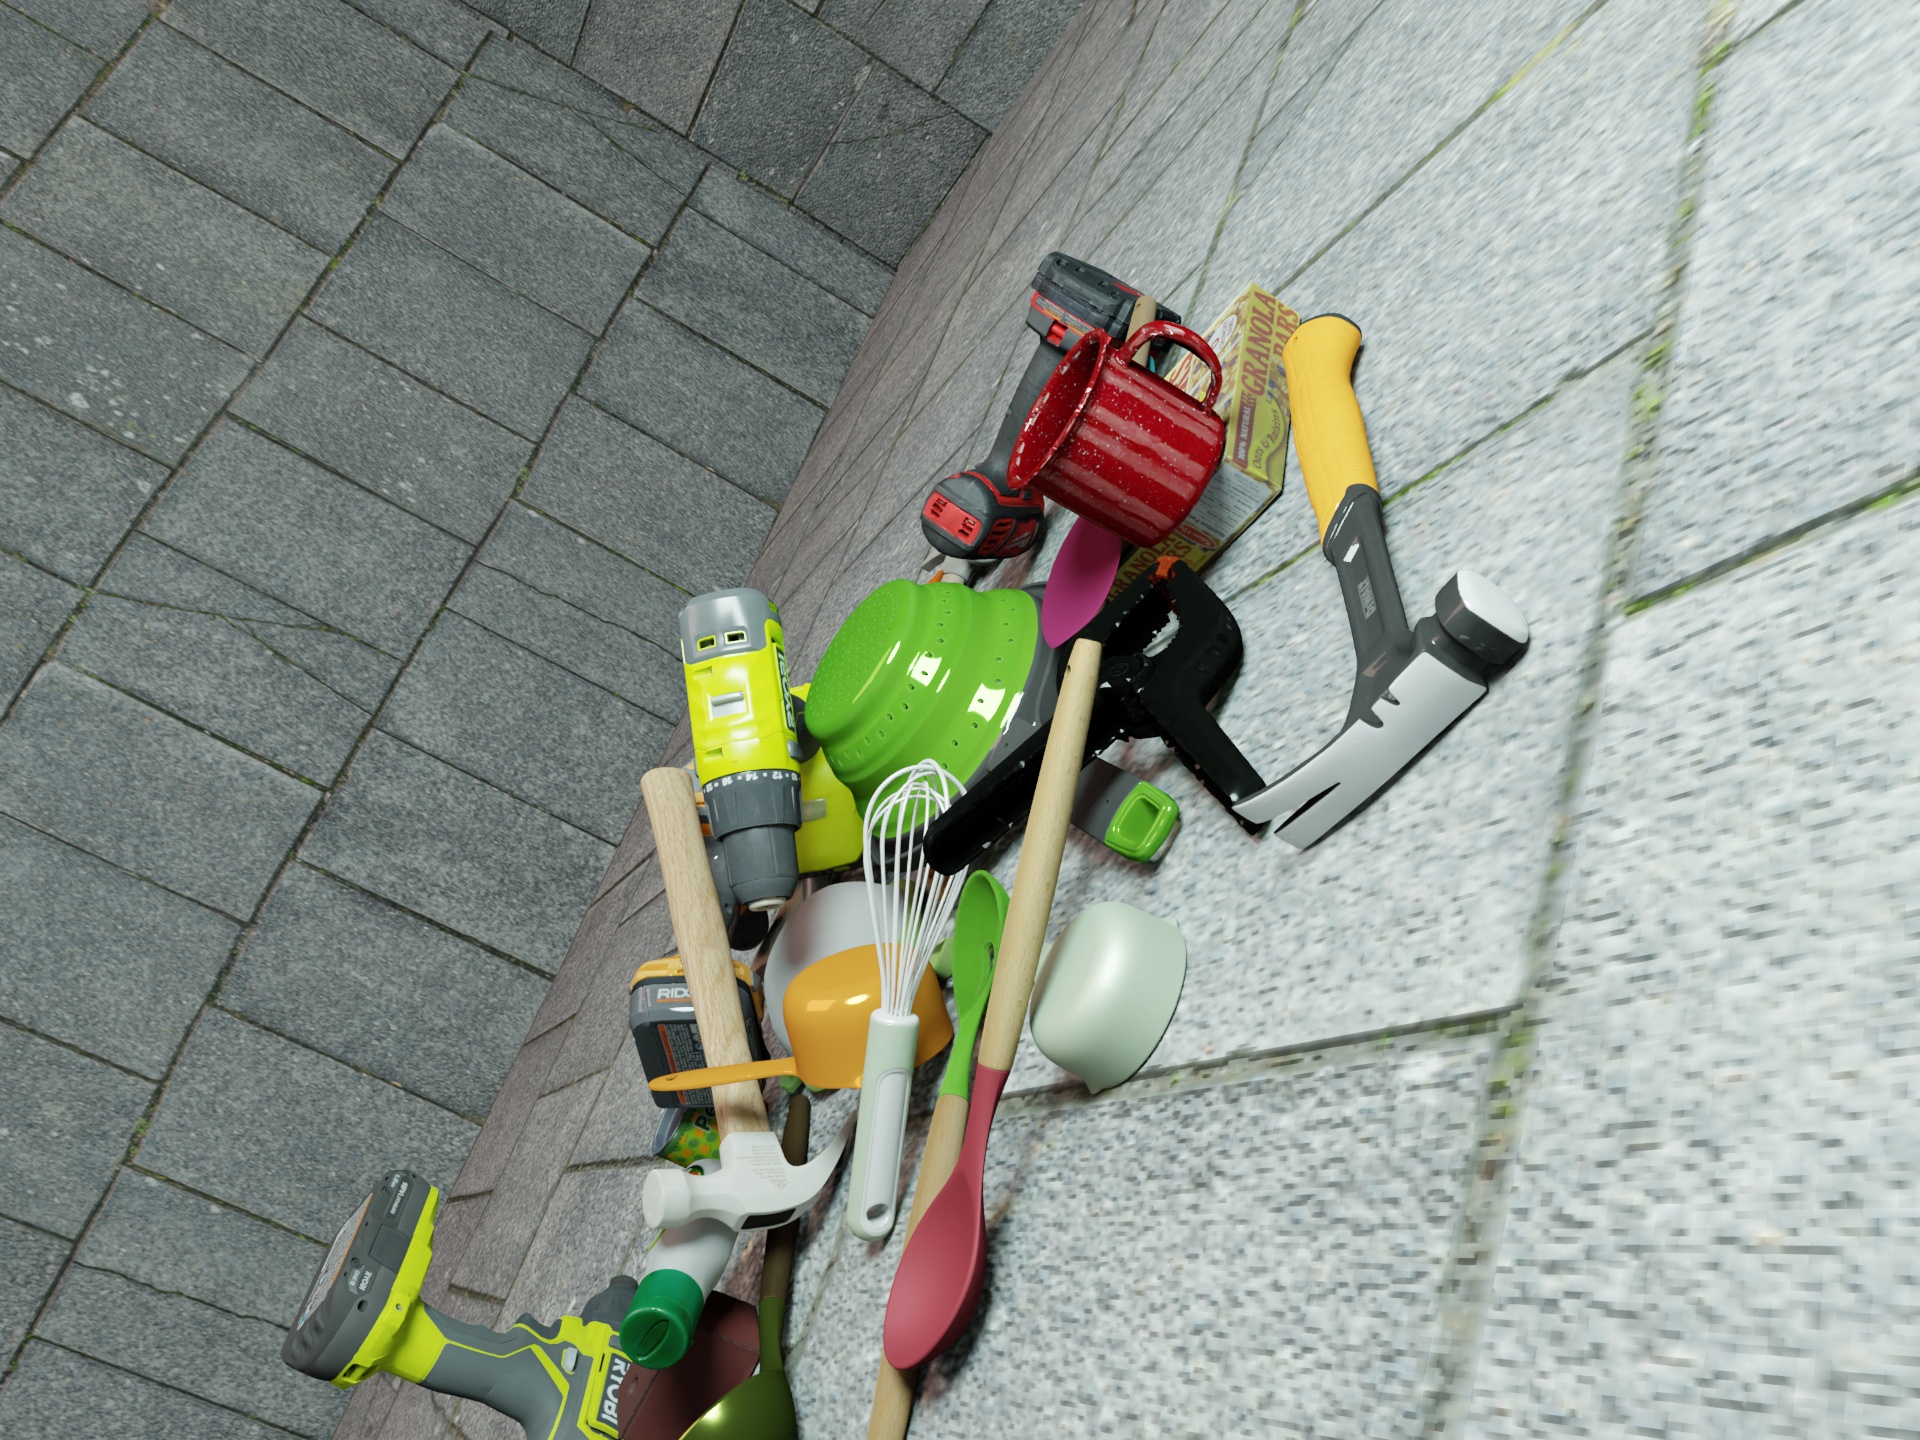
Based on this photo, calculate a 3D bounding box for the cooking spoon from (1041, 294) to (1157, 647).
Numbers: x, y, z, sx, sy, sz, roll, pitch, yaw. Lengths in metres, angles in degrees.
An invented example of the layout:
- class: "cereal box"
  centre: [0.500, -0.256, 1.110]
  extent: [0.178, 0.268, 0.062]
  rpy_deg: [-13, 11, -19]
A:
- class: "cooking spoon"
  centre: [0.092, -0.161, 0.950]
  extent: [0.068, 0.017, 0.319]
  rpy_deg: [-37, 28, 43]

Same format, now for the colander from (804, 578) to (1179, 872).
- class: "colander"
  centre: [-0.001, -0.003, 0.889]
  extent: [0.204, 0.094, 0.397]
  rpy_deg: [-58, 23, -1]

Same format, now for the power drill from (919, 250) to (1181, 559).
- class: "power drill"
  centre: [0.063, -0.215, 1.149]
  extent: [0.219, 0.079, 0.143]
  rpy_deg: [-60, -20, 19]

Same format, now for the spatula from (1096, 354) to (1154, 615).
- class: "spatula"
  centre: [0.075, -0.086, 0.986]
  extent: [0.082, 0.044, 0.318]
  rpy_deg: [-30, 35, 53]

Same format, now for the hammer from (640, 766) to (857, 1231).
- class: "hammer"
  centre: [-0.151, 0.157, 0.978]
  extent: [0.031, 0.130, 0.332]
  rpy_deg: [-58, 38, 35]

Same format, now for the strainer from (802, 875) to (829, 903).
- class: "strainer"
  centre: [-0.105, 0.095, 1.155]
  extent: [0.087, 0.050, 0.259]
  rpy_deg: [-13, 67, 33]

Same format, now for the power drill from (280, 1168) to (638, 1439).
- class: "power drill"
  centre: [-0.304, 0.394, 1.031]
  extent: [0.080, 0.223, 0.171]
  rpy_deg: [-48, 18, 21]

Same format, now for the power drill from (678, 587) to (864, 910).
- class: "power drill"
  centre: [-0.116, 0.036, 1.031]
  extent: [0.228, 0.080, 0.191]
  rpy_deg: [55, -156, -74]

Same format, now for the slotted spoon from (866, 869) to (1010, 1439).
- class: "slotted spoon"
  centre: [-0.009, 0.206, 0.760]
  extent: [0.070, 0.031, 0.314]
  rpy_deg: [122, 166, -48]

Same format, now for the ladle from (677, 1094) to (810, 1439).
- class: "ladle"
  centre: [-0.113, 0.303, 0.887]
  extent: [0.078, 0.062, 0.320]
  rpy_deg: [-60, 11, 19]

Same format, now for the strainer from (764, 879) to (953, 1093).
- class: "strainer"
  centre: [-0.070, 0.149, 0.990]
  extent: [0.151, 0.069, 0.256]
  rpy_deg: [-67, 14, -21]

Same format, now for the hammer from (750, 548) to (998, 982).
- class: "hammer"
  centre: [-0.076, 0.027, 1.313]
  extent: [0.411, 0.038, 0.146]
  rpy_deg: [-66, 13, -14]

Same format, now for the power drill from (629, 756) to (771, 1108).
- class: "power drill"
  centre: [-0.172, 0.162, 1.128]
  extent: [0.185, 0.084, 0.226]
  rpy_deg: [87, -179, -45]

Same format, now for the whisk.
- class: "whisk"
  centre: [-0.031, 0.141, 0.796]
  extent: [0.059, 0.057, 0.246]
  rpy_deg: [-165, 81, -65]

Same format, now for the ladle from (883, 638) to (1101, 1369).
- class: "ladle"
  centre: [0.019, 0.120, 0.671]
  extent: [0.069, 0.031, 0.315]
  rpy_deg: [-163, 85, -71]

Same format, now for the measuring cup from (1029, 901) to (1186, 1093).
- class: "measuring cup"
  centre: [0.045, 0.113, 0.718]
  extent: [0.083, 0.038, 0.167]
  rpy_deg: [-63, 16, -7]

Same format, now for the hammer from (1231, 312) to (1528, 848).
- class: "hammer"
  centre: [0.165, -0.091, 0.699]
  extent: [0.127, 0.034, 0.337]
  rpy_deg: [-51, 18, 33]

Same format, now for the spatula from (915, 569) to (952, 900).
- class: "spatula"
  centre: [-0.029, 0.005, 1.103]
  extent: [0.081, 0.041, 0.323]
  rpy_deg: [-43, 36, 25]

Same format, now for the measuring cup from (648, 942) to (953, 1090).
- class: "measuring cup"
  centre: [-0.093, 0.164, 0.865]
  extent: [0.095, 0.173, 0.052]
  rpy_deg: [-70, -32, -77]
